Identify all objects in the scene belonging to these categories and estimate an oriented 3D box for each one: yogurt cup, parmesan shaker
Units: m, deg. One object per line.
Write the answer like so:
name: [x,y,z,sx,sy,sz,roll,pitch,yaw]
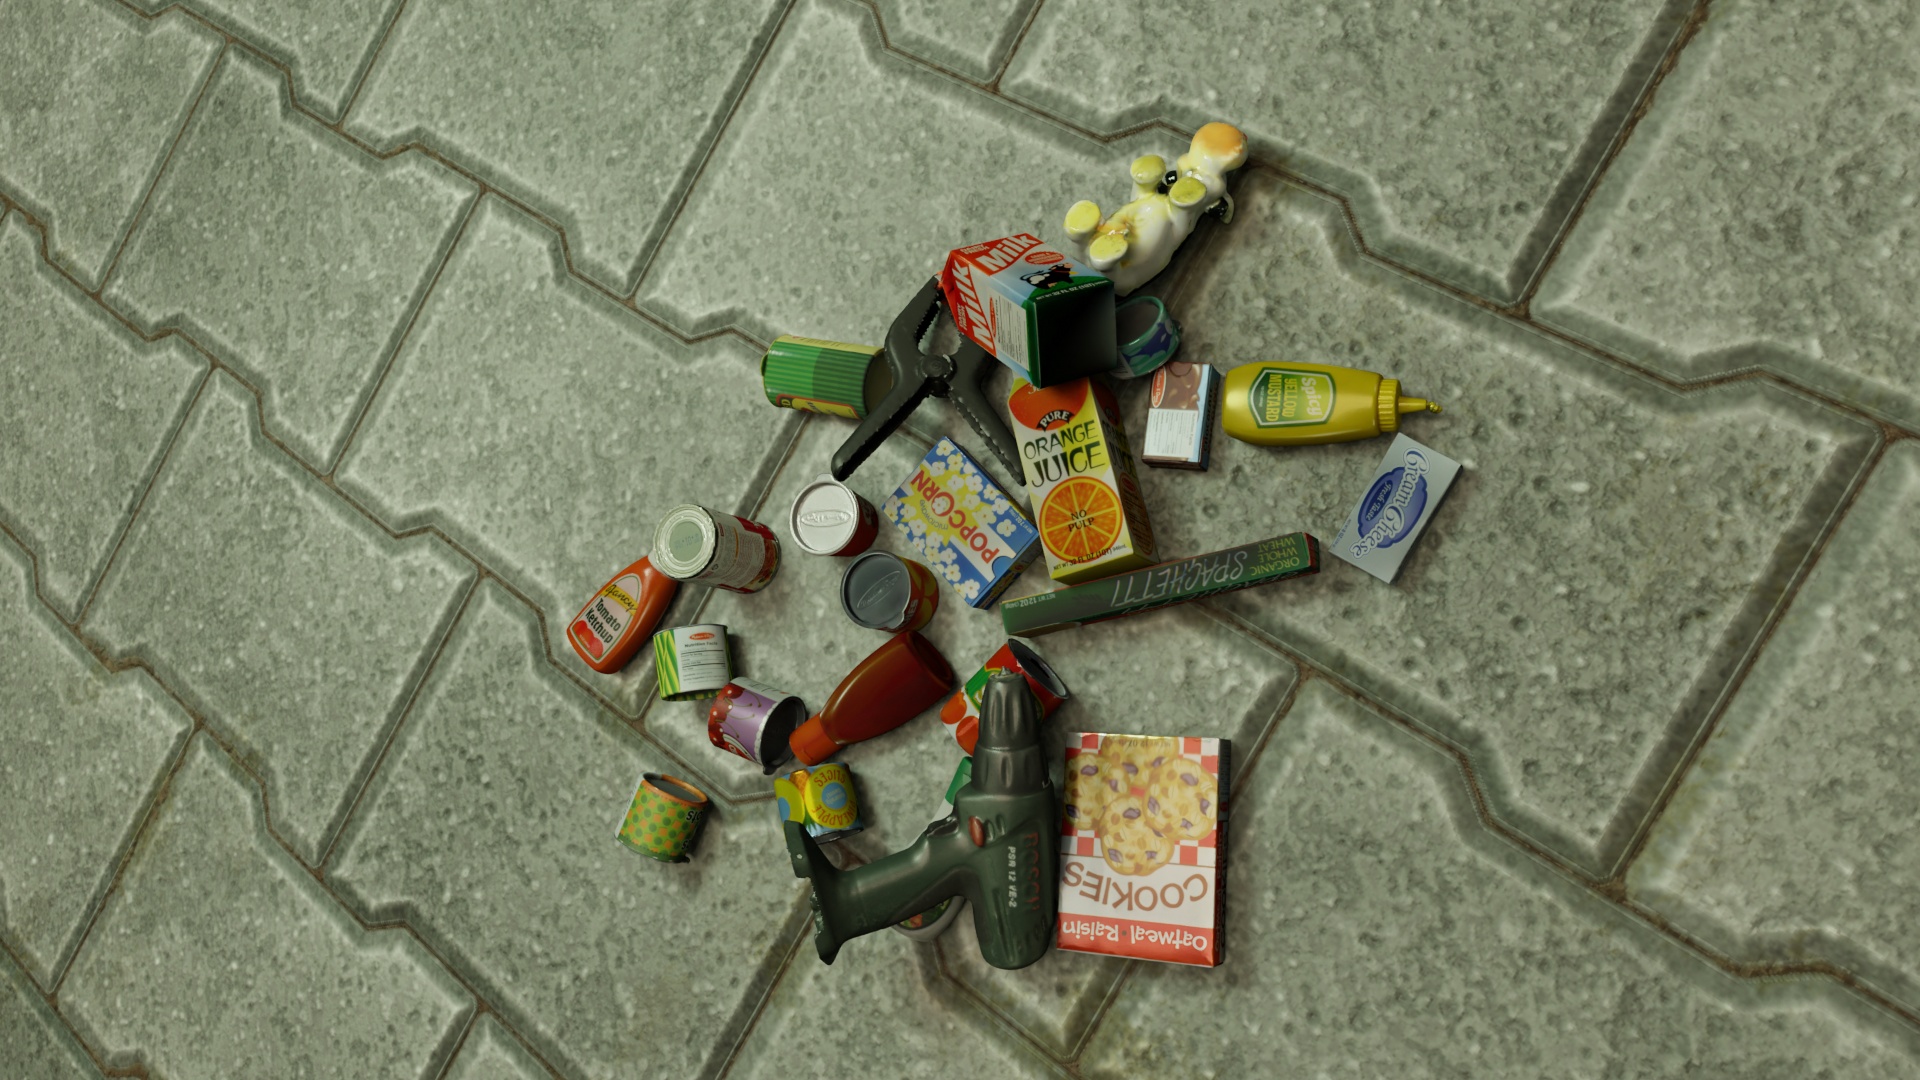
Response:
yogurt cup: [-0.107,-0.016,1.207,0.072,0.054,0.072,-4,79,24]
parmesan shaker: [-0.115,-0.143,1.224,0.103,0.071,0.071,11,86,25]

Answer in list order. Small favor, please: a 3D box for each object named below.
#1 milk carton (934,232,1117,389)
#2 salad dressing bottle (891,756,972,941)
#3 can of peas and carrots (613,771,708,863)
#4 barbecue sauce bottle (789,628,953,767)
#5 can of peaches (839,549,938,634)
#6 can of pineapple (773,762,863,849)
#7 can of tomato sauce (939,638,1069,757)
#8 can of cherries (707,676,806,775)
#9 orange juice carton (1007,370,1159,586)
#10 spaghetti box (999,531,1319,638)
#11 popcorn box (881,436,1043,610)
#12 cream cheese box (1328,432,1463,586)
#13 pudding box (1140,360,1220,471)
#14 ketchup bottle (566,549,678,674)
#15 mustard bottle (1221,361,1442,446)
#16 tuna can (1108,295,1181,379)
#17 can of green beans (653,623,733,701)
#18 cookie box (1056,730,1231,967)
milk carton: [0.049,-0.195,1.124,0.072,0.073,0.191,-18,33,-19]
salad dressing bottle: [-0.012,0.248,1.123,0.064,0.044,0.147,25,91,18]
can of peas and carrots: [-0.261,0.244,1.224,0.071,0.071,0.058,23,90,26]
barbecue sauce bottle: [-0.079,0.138,1.168,0.148,0.044,0.065,-37,104,19]
can of peaches: [-0.058,0.046,1.172,0.071,0.058,0.071,-4,79,23]
can of pineapple: [-0.118,0.221,1.162,0.071,0.071,0.058,-21,73,20]
can of tomato sauce: [0.034,0.131,1.109,0.083,0.071,0.071,-46,66,11]
can of cherries: [-0.177,0.160,1.199,0.058,0.071,0.071,17,88,26]
orange juice carton: [0.094,-0.064,1.116,0.071,0.073,0.193,-19,73,20]
spaghetti box: [0.154,0.036,1.084,0.250,0.050,0.029,-14,77,21]
popcorn box: [0.004,-0.015,1.166,0.085,0.038,0.127,-47,66,9]
cream cheese box: [0.324,-0.023,1.033,0.053,0.024,0.103,31,94,24]
pudding box: [0.176,-0.099,1.109,0.049,0.030,0.084,5,83,26]
ketchup bottle: [-0.298,0.052,1.287,0.148,0.043,0.065,-48,66,9]
mustard bottle: [0.281,-0.104,1.053,0.160,0.049,0.065,2,83,25]
tuna can: [0.142,-0.166,1.118,0.071,0.032,0.071,-24,37,19]
can of green beans: [-0.237,0.109,1.236,0.071,0.071,0.058,-14,76,21]
cookie box: [0.140,0.233,1.060,0.123,0.040,0.167,-1,79,24]
